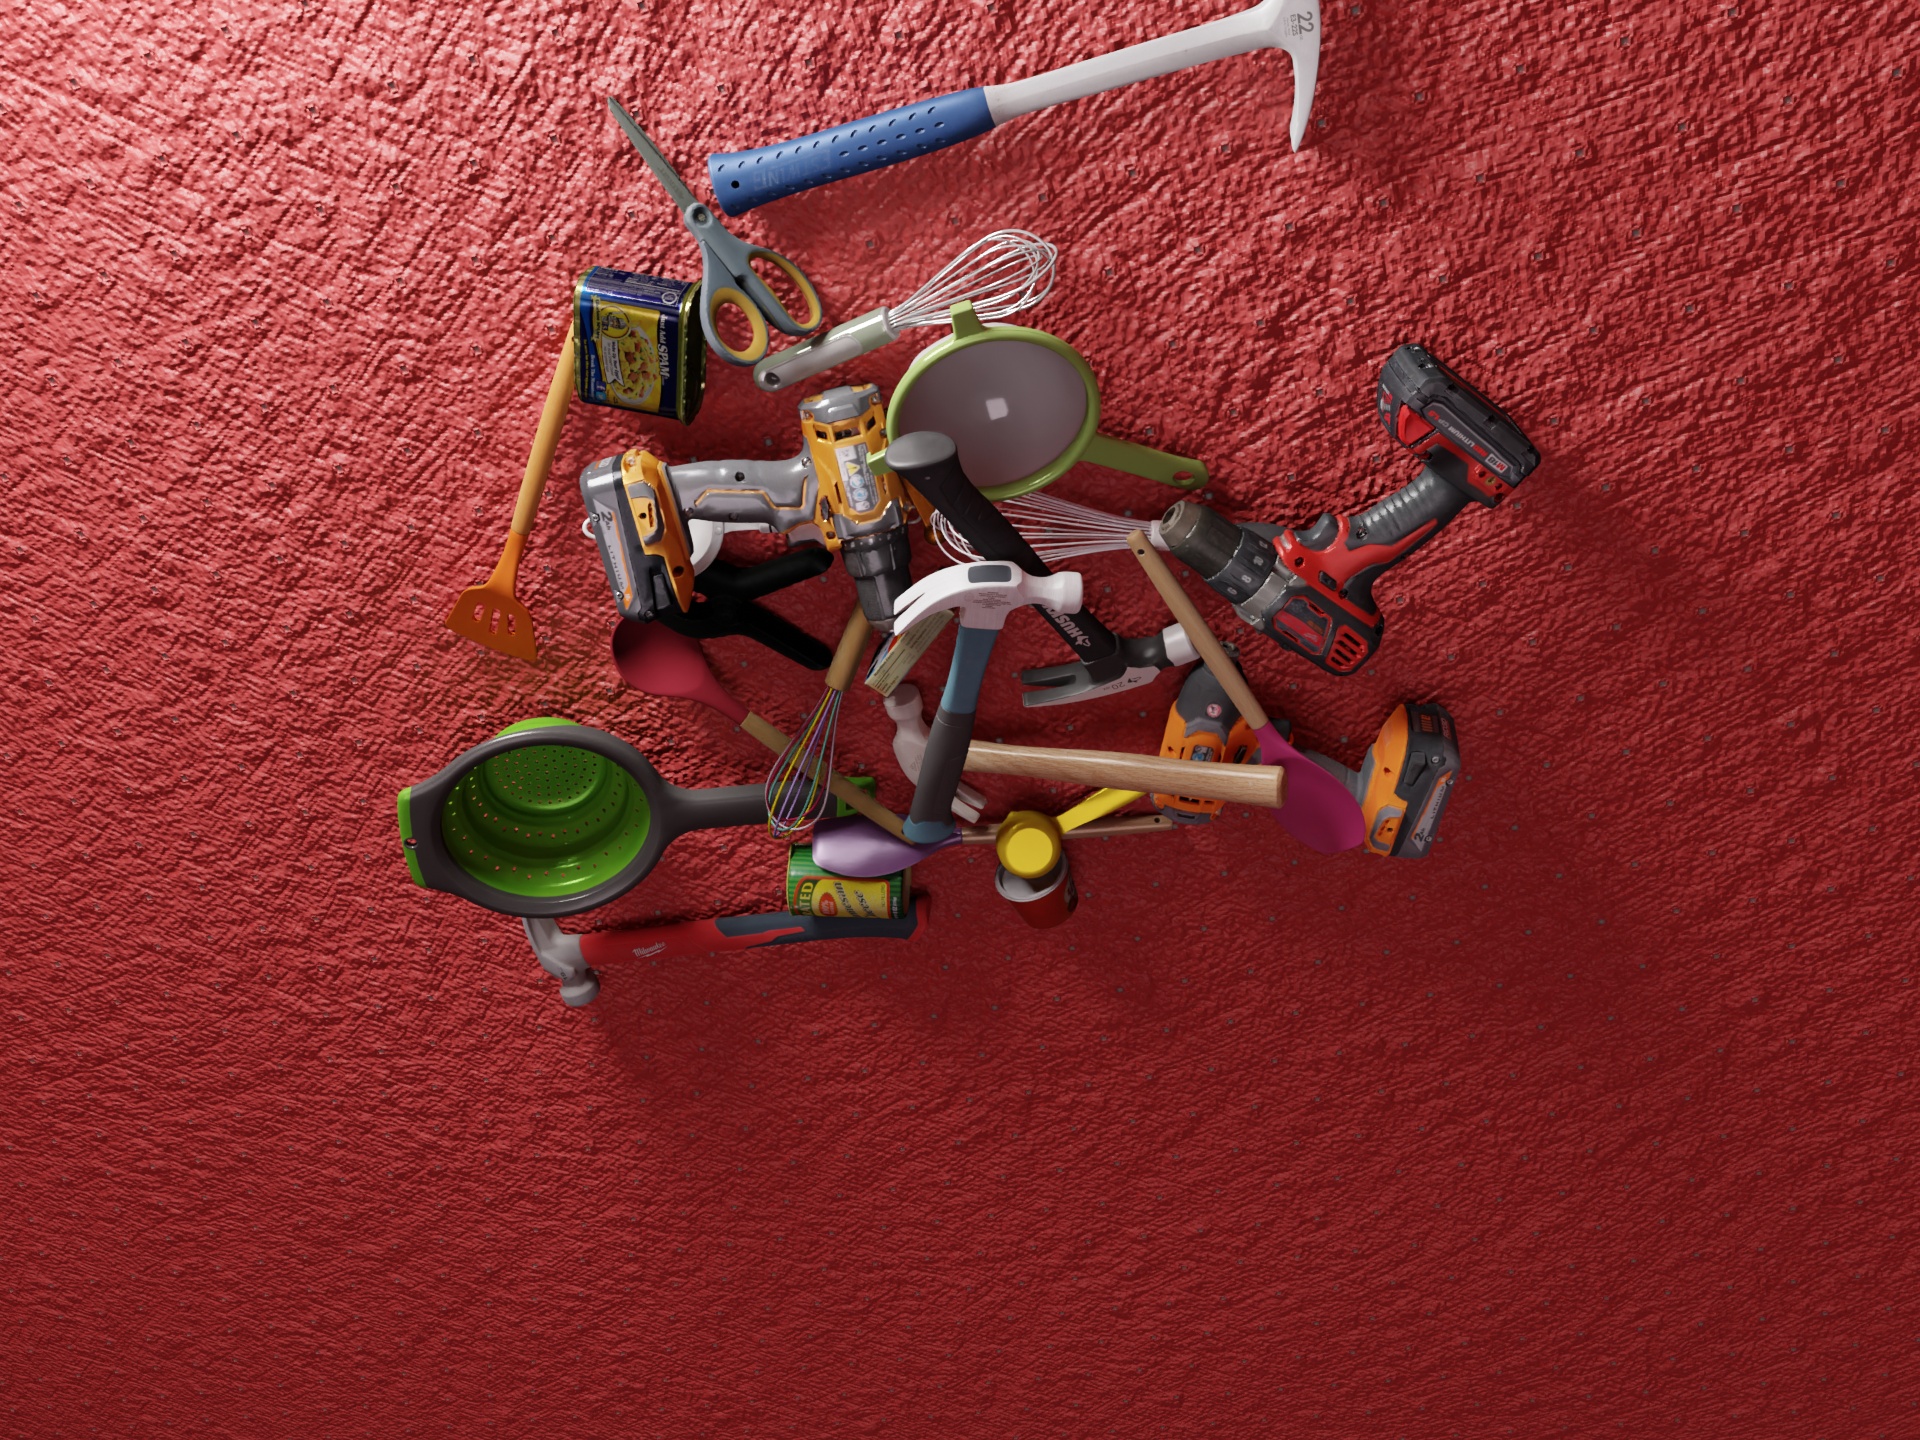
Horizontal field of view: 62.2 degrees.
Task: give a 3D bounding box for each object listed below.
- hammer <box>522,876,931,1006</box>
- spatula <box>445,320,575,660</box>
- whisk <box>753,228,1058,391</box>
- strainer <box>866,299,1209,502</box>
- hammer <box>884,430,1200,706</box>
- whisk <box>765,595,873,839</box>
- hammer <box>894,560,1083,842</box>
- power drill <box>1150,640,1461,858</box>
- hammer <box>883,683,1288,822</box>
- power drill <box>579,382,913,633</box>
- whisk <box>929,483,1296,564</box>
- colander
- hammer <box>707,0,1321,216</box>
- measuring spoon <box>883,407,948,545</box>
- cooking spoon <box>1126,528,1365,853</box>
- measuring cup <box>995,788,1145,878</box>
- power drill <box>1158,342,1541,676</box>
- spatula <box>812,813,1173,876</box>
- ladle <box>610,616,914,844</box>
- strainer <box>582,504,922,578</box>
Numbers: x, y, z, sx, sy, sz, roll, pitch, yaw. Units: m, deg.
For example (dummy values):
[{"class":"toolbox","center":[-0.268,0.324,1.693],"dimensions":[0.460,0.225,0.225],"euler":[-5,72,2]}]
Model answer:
[{"class":"hammer","center":[-0.219,0.188,1.488],"dimensions":[0.386,0.038,0.143],"euler":[-8,123,13]},{"class":"spatula","center":[-0.337,-0.174,1.247],"dimensions":[0.081,0.041,0.322],"euler":[22,121,-9]},{"class":"whisk","center":[-0.043,-0.282,1.118],"dimensions":[0.246,0.059,0.057],"euler":[-17,130,24]},{"class":"strainer","center":[0.066,-0.221,1.144],"dimensions":[0.256,0.069,0.151],"euler":[11,135,-26]},{"class":"hammer","center":[0.045,-0.106,1.168],"dimensions":[0.146,0.035,0.334],"euler":[-20,145,24]},{"class":"whisk","center":[-0.107,-0.010,1.298],"dimensions":[0.047,0.051,0.245],"euler":[12,110,-32]},{"class":"hammer","center":[-0.002,-0.004,1.238],"dimensions":[0.128,0.033,0.330],"euler":[5,142,-8]},{"class":"power drill","center":[0.279,0.022,1.284],"dimensions":[0.226,0.084,0.164],"euler":[10,126,4]},{"class":"hammer","center":[0.100,0.040,1.293],"dimensions":[0.331,0.031,0.129],"euler":[6,134,24]},{"class":"power drill","center":[-0.147,-0.135,1.178],"dimensions":[0.226,0.084,0.185],"euler":[-14,110,-2]},{"class":"whisk","center":[0.119,-0.142,1.200],"dimensions":[0.284,0.070,0.070],"euler":[4,127,-2]},{"class":"colander","center":[-0.275,0.059,1.381],"dimensions":[0.397,0.095,0.204],"euler":[-5,127,-12]},{"class":"hammer","center":[0.031,-0.395,1.032],"dimensions":[0.405,0.035,0.144],"euler":[-11,124,14]},{"class":"measuring spoon","center":[-0.035,-0.183,1.203],"dimensions":[0.021,0.011,0.116],"euler":[-26,118,-6]},{"class":"cooking spoon","center":[0.217,-0.017,1.218],"dimensions":[0.069,0.017,0.318],"euler":[-22,114,37]},{"class":"measuring cup","center":[0.102,0.084,1.356],"dimensions":[0.156,0.029,0.062],"euler":[-29,99,7]},{"class":"power drill","center":[0.272,-0.156,1.135],"dimensions":[0.187,0.080,0.226],"euler":[32,116,-16]},{"class":"spatula","center":[0.027,0.101,1.390],"dimensions":[0.316,0.060,0.018],"euler":[-4,152,3]},{"class":"ladle","center":[-0.160,0.012,1.338],"dimensions":[0.315,0.031,0.069],"euler":[37,84,-15]},{"class":"strainer","center":[-0.158,-0.152,1.230],"dimensions":[0.258,0.050,0.087],"euler":[-2,94,2]}]
